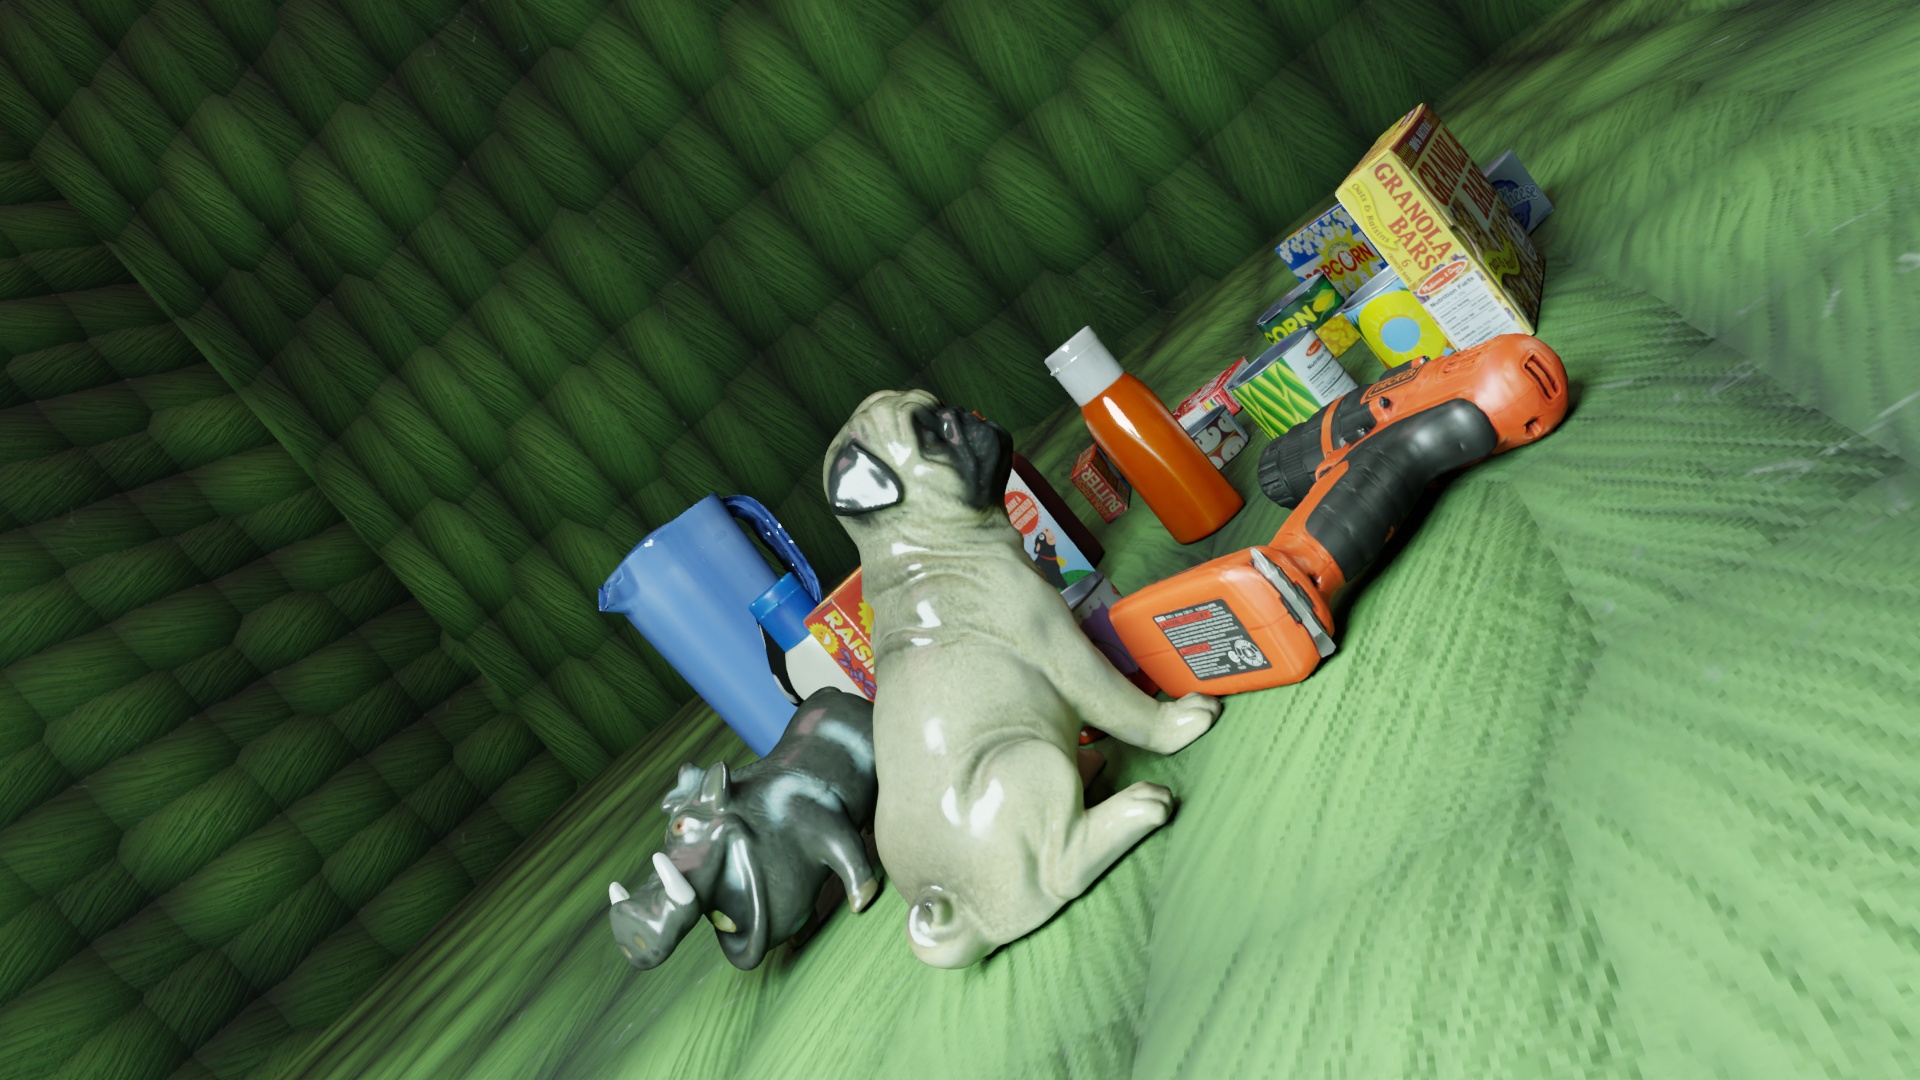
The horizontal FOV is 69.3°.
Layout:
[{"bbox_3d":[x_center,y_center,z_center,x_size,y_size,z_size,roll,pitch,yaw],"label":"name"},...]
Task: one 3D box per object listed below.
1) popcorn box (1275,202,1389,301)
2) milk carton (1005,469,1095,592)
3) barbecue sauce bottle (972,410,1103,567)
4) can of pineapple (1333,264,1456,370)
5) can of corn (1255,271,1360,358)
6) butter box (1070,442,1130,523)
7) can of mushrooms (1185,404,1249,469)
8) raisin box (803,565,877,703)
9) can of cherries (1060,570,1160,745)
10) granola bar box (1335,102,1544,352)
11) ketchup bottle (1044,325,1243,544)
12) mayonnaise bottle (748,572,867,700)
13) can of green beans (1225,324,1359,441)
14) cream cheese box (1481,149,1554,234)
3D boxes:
[{"bbox_3d":[0.337,-0.247,1.198,0.038,0.085,0.126,-41,5,-14],"label":"popcorn box"},{"bbox_3d":[0.003,-0.012,0.950,0.074,0.190,0.072,-43,5,-33],"label":"milk carton"},{"bbox_3d":[0.046,-0.031,1.057,0.043,0.148,0.065,-37,5,31],"label":"barbecue sauce bottle"},{"bbox_3d":[0.274,-0.138,0.846,0.071,0.058,0.071,-39,5,4],"label":"can of pineapple"},{"bbox_3d":[0.277,-0.169,1.102,0.071,0.058,0.071,-39,5,4],"label":"can of corn"},{"bbox_3d":[0.123,-0.051,1.214,0.024,0.053,0.104,-39,5,15],"label":"butter box"},{"bbox_3d":[0.182,-0.069,1.053,0.071,0.033,0.071,-39,5,4],"label":"can of mushrooms"},{"bbox_3d":[-0.025,0.066,0.848,0.040,0.123,0.086,-35,7,47],"label":"raisin box"},{"bbox_3d":[0.059,0.059,0.675,0.071,0.058,0.071,-39,5,4],"label":"can of cherries"},{"bbox_3d":[0.278,-0.178,0.790,0.039,0.124,0.166,-37,6,34],"label":"granola bar box"},{"bbox_3d":[0.112,-0.066,0.874,0.044,0.148,0.064,-41,5,-17],"label":"ketchup bottle"},{"bbox_3d":[-0.073,0.087,0.881,0.064,0.148,0.041,-39,5,12],"label":"mayonnaise bottle"},{"bbox_3d":[0.218,-0.097,0.901,0.071,0.058,0.071,-39,5,4],"label":"can of green beans"},{"bbox_3d":[0.362,-0.220,0.954,0.104,0.053,0.024,-42,5,-28],"label":"cream cheese box"}]
